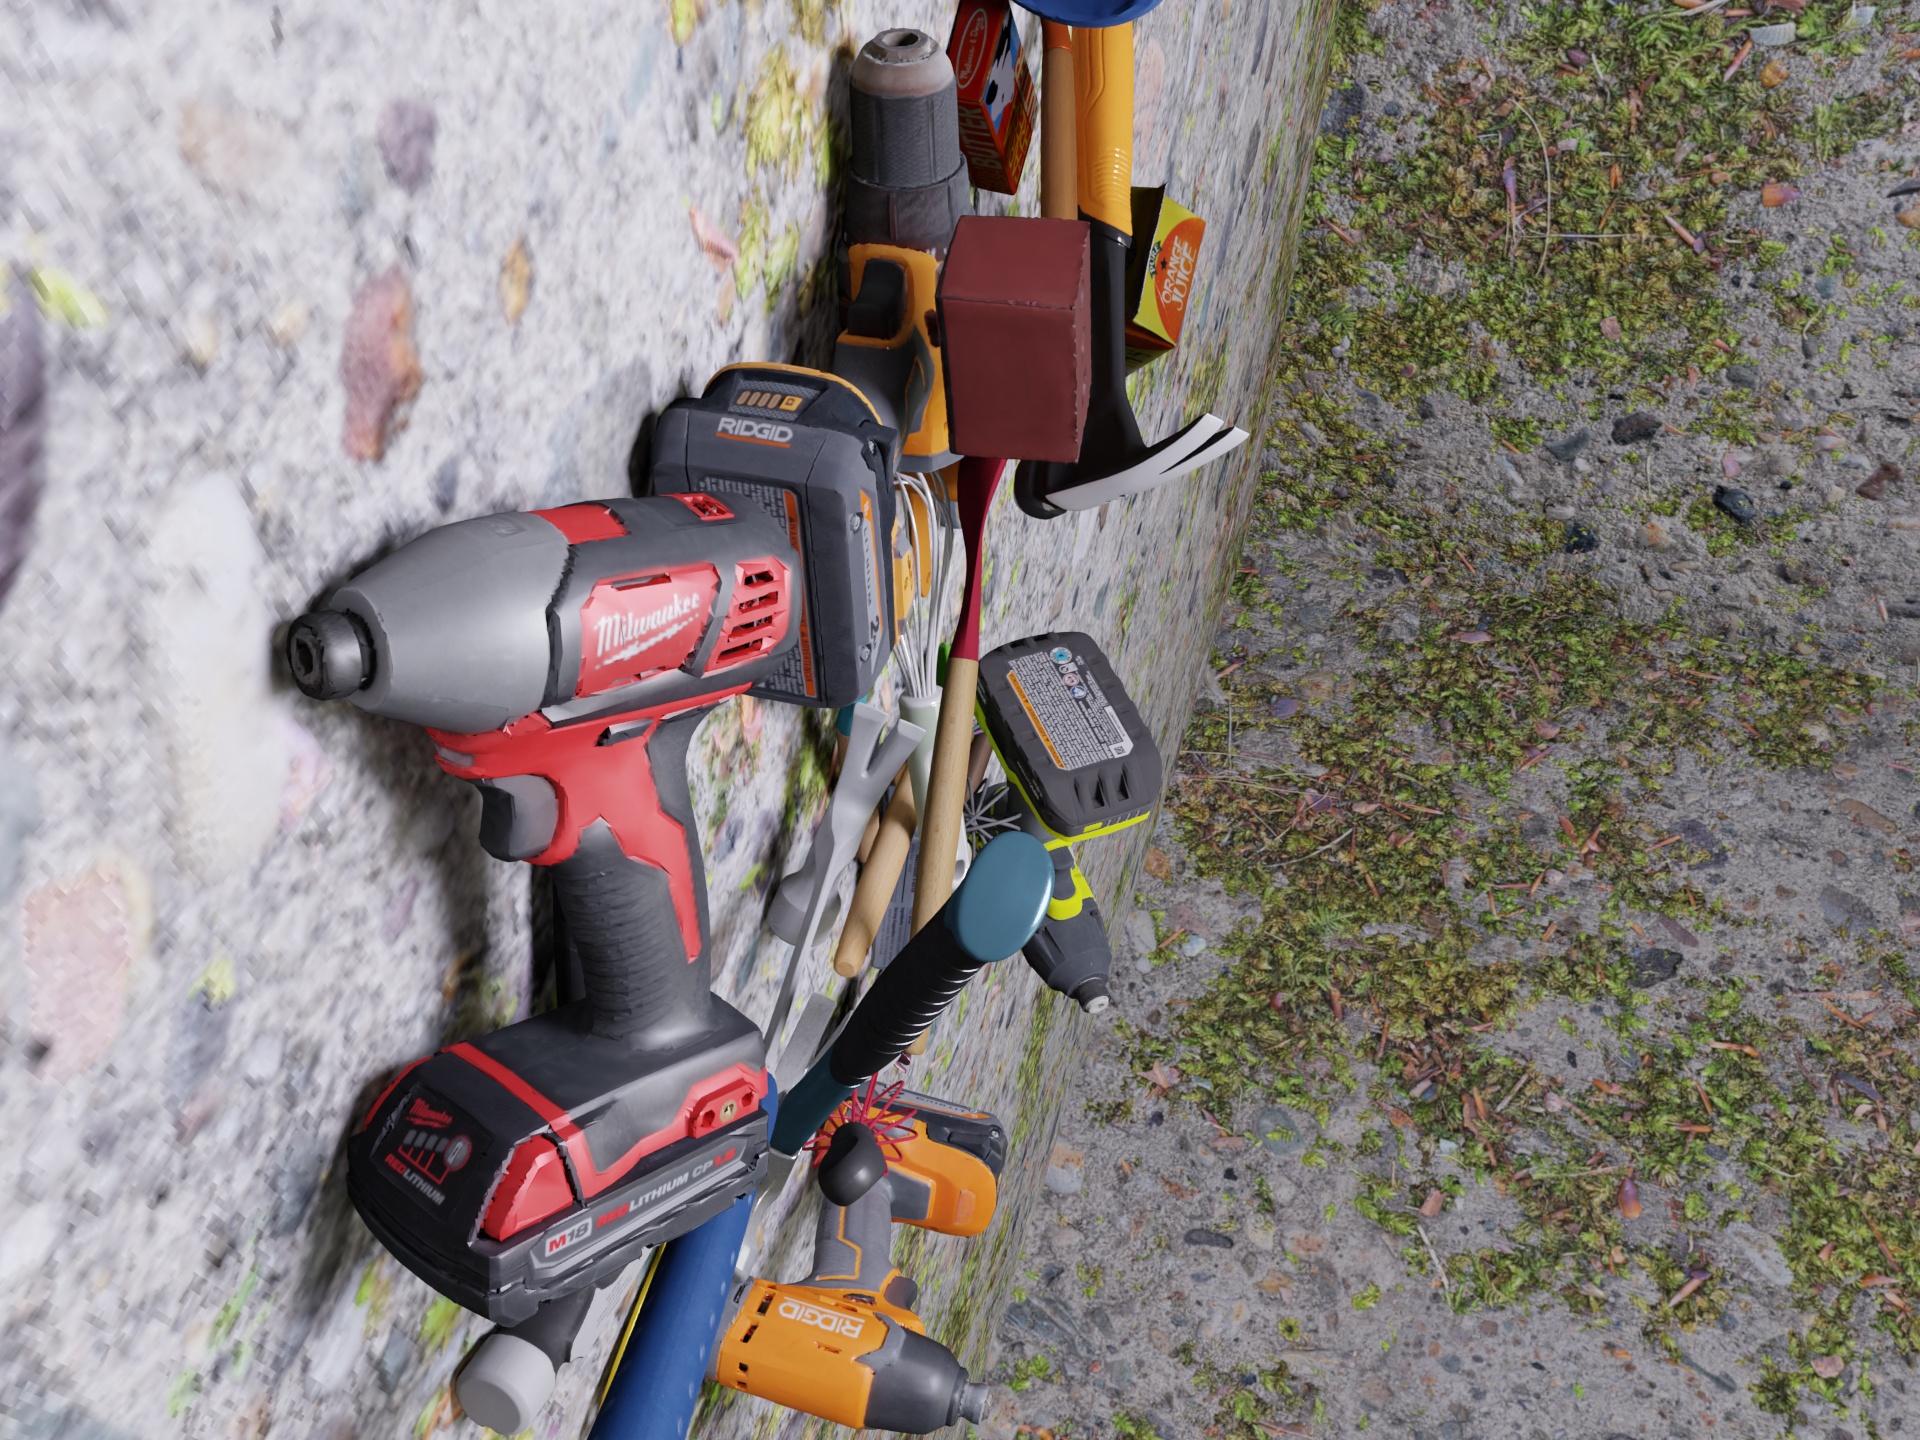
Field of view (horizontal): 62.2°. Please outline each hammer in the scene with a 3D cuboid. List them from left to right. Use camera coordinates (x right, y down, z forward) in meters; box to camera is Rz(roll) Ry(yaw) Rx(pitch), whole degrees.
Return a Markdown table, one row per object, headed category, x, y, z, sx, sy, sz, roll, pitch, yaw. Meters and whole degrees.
| category | x | y | z | sx | sy | sz | roll | pitch | yaw |
| --- | --- | --- | --- | --- | --- | --- | --- | --- | --- |
| hammer | -0.131 | 0.089 | 0.575 | 0.146 | 0.035 | 0.334 | -53 | 154 | -59 |
| hammer | -0.076 | 0.132 | 0.614 | 0.406 | 0.035 | 0.144 | -77 | -169 | -63 |
| hammer | -0.040 | 0.135 | 0.654 | 0.331 | 0.033 | 0.128 | -54 | -170 | 53 |
| hammer | 0.078 | -0.276 | 0.808 | 0.034 | 0.127 | 0.337 | 12 | 72 | -43 |

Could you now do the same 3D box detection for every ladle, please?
| category | x | y | z | sx | sy | sz | roll | pitch | yaw |
| --- | --- | --- | --- | --- | --- | --- | --- | --- | --- |
| ladle | -0.001 | -0.002 | 0.744 | 0.069 | 0.031 | 0.315 | 111 | -13 | -85 |

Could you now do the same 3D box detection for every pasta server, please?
| category | x | y | z | sx | sy | sz | roll | pitch | yaw |
| --- | --- | --- | --- | --- | --- | --- | --- | --- | --- |
| pasta server | -0.006 | 0.099 | 1.143 | 0.060 | 0.040 | 0.316 | 108 | 2 | -60 |

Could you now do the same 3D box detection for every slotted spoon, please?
| category | x | y | z | sx | sy | sz | roll | pitch | yaw |
| --- | --- | --- | --- | --- | --- | --- | --- | --- | --- |
| slotted spoon | -0.028 | 0.043 | 0.880 | 0.314 | 0.031 | 0.070 | -71 | 171 | -60 |

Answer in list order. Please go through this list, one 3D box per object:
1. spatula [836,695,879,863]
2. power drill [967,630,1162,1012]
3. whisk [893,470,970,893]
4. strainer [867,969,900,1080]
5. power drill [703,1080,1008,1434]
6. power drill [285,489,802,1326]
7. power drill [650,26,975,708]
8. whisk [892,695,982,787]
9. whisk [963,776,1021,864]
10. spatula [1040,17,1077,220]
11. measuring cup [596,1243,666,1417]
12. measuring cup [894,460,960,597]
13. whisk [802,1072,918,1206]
| category | x | y | z | sx | sy | sz | roll | pitch | yaw |
| --- | --- | --- | --- | --- | --- | --- | --- | --- | --- |
| spatula | -0.064 | 0.008 | 0.814 | 0.317 | 0.044 | 0.082 | 90 | 17 | -64 |
| power drill | 0.060 | 0.068 | 0.998 | 0.223 | 0.080 | 0.171 | 93 | -25 | -51 |
| whisk | -0.019 | -0.019 | 0.798 | 0.058 | 0.059 | 0.246 | -24 | 119 | -31 |
| strainer | -0.041 | 0.153 | 1.048 | 0.086 | 0.050 | 0.259 | 115 | -2 | -47 |
| power drill | -0.040 | 0.328 | 0.964 | 0.226 | 0.164 | 0.084 | -57 | 158 | -60 |
| power drill | -0.116 | 0.047 | 0.453 | 0.143 | 0.079 | 0.219 | -16 | 118 | -47 |
| power drill | -0.041 | -0.140 | 0.614 | 0.185 | 0.084 | 0.226 | 89 | 16 | -44 |
| whisk | 0.008 | 0.005 | 1.088 | 0.245 | 0.051 | 0.047 | -42 | 150 | -64 |
| whisk | -0.002 | 0.062 | 0.993 | 0.239 | 0.055 | 0.055 | 156 | -50 | -82 |
| spatula | 0.054 | -0.304 | 0.769 | 0.081 | 0.041 | 0.323 | 14 | 71 | -46 |
| measuring cup | -0.136 | 0.274 | 0.773 | 0.062 | 0.029 | 0.157 | 86 | 19 | -56 |
| measuring cup | -0.001 | -0.128 | 0.857 | 0.173 | 0.052 | 0.095 | 89 | 20 | -46 |
| whisk | -0.056 | 0.220 | 0.835 | 0.295 | 0.073 | 0.073 | 110 | -4 | -81 |
